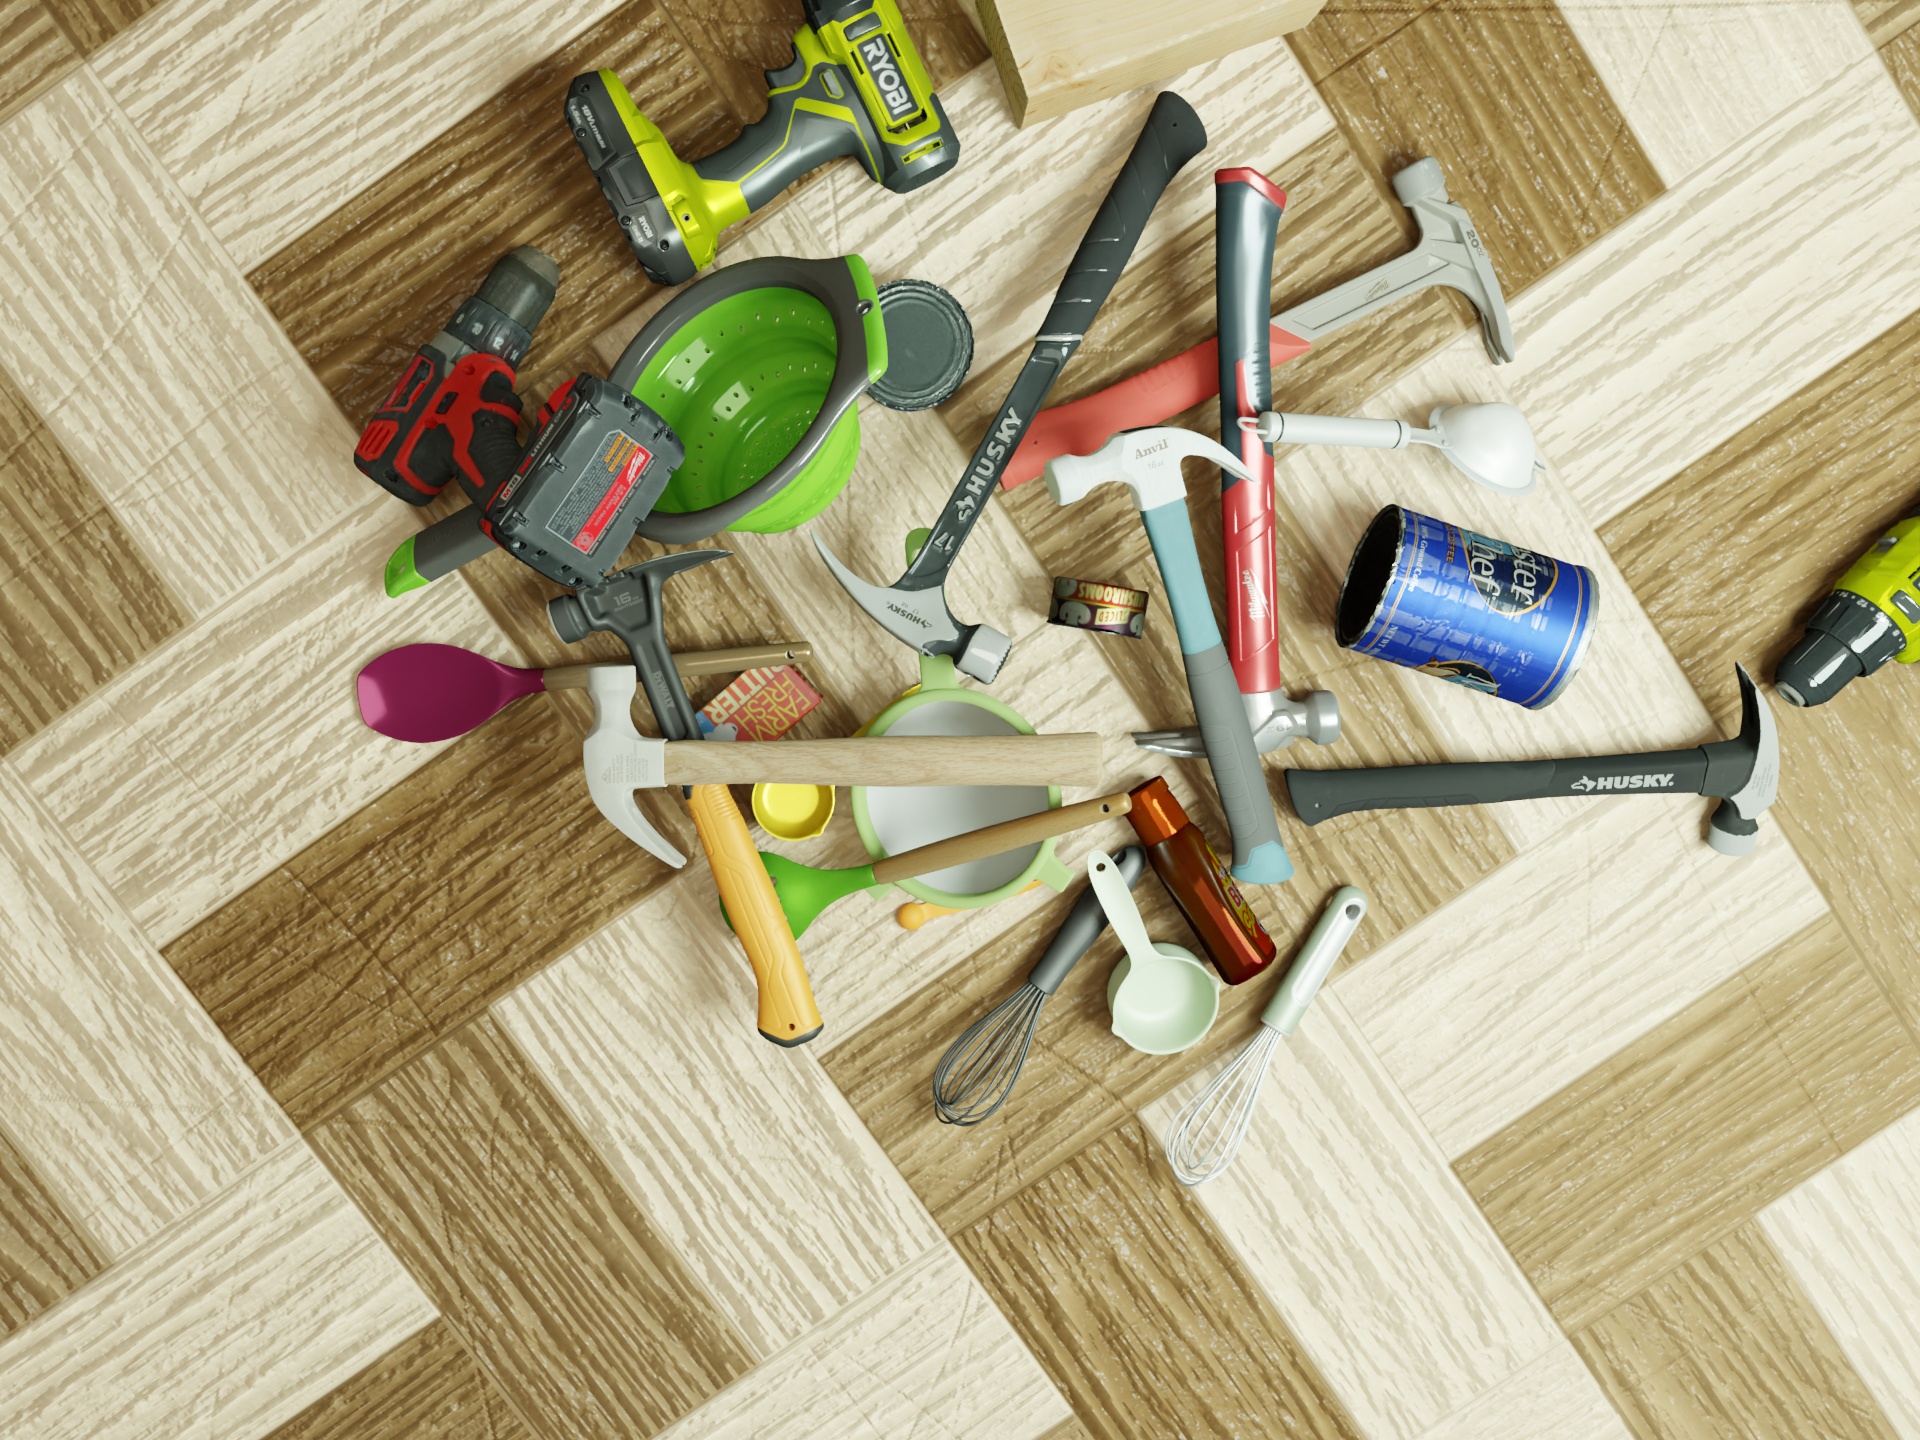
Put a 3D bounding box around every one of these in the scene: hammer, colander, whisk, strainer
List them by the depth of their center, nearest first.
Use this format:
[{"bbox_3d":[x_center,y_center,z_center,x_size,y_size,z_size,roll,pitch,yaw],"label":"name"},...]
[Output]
[{"bbox_3d":[-0.075,0.029,1.017,0.331,0.031,0.130,0,94,2],"label":"hammer"},{"bbox_3d":[0.050,-0.233,1.039,0.149,0.036,0.409,28,83,3],"label":"hammer"},{"bbox_3d":[0.294,-0.188,1.043,0.258,0.050,0.087,-1,53,-22],"label":"strainer"},{"bbox_3d":[0.161,-0.036,1.048,0.128,0.033,0.330,-22,109,-8],"label":"hammer"},{"bbox_3d":[-0.203,-0.157,1.049,0.397,0.094,0.205,-24,56,18],"label":"colander"},{"bbox_3d":[0.176,-0.163,1.057,0.143,0.038,0.386,-6,106,-2],"label":"hammer"},{"bbox_3d":[-0.157,0.055,1.058,0.127,0.034,0.337,-20,92,6],"label":"hammer"},{"bbox_3d":[0.190,-0.238,1.080,0.359,0.037,0.149,-26,97,1],"label":"hammer"},{"bbox_3d":[-0.002,-0.003,1.082,0.151,0.069,0.256,-6,95,22],"label":"strainer"},{"bbox_3d":[0.393,0.037,1.102,0.335,0.035,0.146,-3,124,3],"label":"hammer"},{"bbox_3d":[0.057,0.187,1.122,0.055,0.055,0.239,36,91,-6],"label":"whisk"},{"bbox_3d":[0.220,0.225,1.132,0.057,0.059,0.246,31,90,-17],"label":"whisk"}]

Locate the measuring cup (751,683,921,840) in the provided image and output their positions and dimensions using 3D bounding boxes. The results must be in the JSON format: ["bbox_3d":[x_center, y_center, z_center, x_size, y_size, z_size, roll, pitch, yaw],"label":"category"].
[{"bbox_3d":[-0.079,0.024,1.113,0.156,0.029,0.062,-39,97,-9],"label":"measuring cup"}]

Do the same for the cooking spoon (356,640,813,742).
[{"bbox_3d":[-0.258,-0.030,1.087,0.319,0.017,0.069,-6,96,5],"label":"cooking spoon"}]

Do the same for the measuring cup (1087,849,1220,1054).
[{"bbox_3d":[0.122,0.155,1.111,0.083,0.038,0.167,-26,107,1],"label":"measuring cup"}]

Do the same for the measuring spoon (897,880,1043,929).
[{"bbox_3d":[0.011,0.124,1.129,0.117,0.011,0.021,-19,97,0],"label":"measuring spoon"}]

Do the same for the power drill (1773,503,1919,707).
[{"bbox_3d":[0.698,-0.028,1.102,0.228,0.080,0.190,44,93,-4],"label":"power drill"}]

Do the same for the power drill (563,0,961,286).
[{"bbox_3d":[-0.134,-0.396,1.032,0.223,0.080,0.171,-27,97,-2],"label":"power drill"}]

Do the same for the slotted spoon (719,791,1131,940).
[{"bbox_3d":[-0.033,0.093,1.058,0.314,0.031,0.070,-17,90,22],"label":"slotted spoon"}]

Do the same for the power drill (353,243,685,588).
[{"bbox_3d":[-0.273,-0.198,1.000,0.227,0.080,0.188,31,87,38],"label":"power drill"}]
